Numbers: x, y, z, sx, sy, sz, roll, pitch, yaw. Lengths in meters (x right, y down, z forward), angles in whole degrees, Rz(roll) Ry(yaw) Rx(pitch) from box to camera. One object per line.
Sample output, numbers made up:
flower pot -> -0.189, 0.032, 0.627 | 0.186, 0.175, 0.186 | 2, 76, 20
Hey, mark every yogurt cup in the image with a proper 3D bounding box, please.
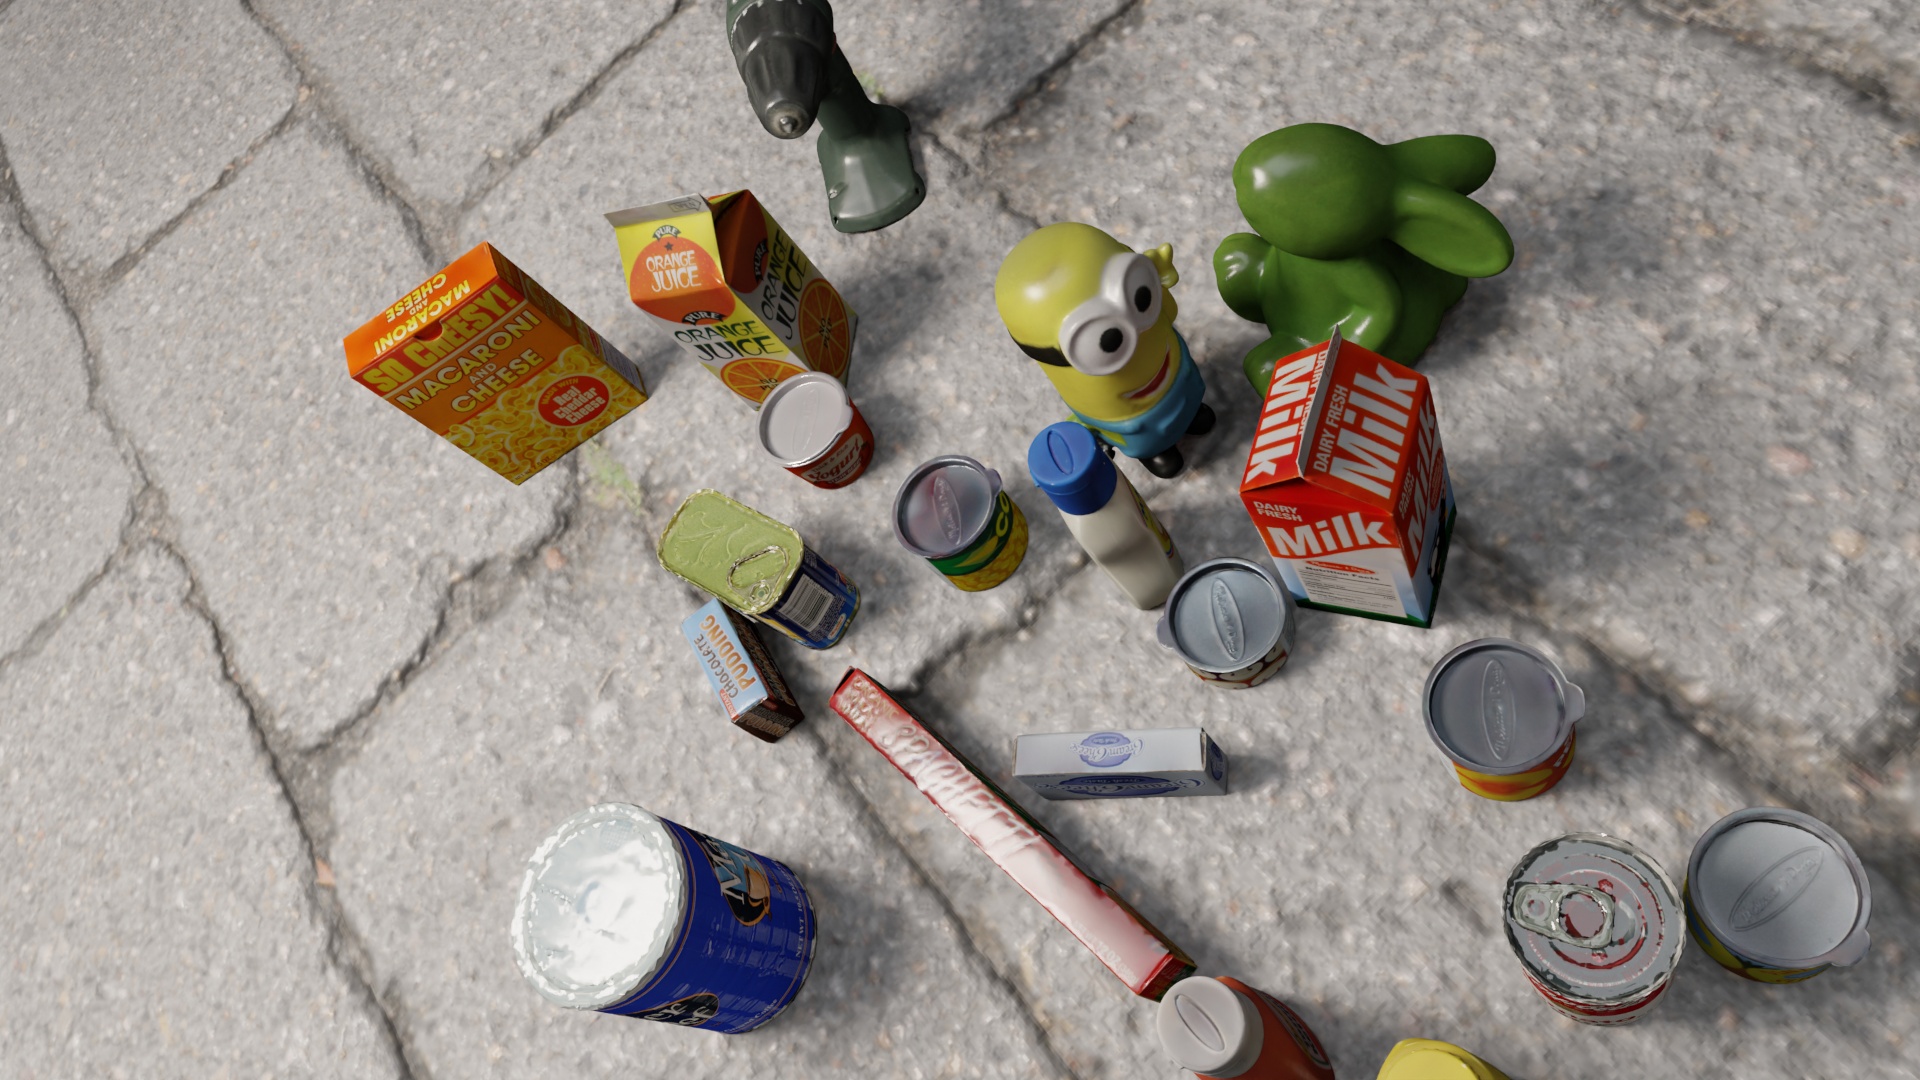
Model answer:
yogurt cup -> -0.092, -0.068, 0.905 | 0.072, 0.054, 0.072 | -10, 63, 21

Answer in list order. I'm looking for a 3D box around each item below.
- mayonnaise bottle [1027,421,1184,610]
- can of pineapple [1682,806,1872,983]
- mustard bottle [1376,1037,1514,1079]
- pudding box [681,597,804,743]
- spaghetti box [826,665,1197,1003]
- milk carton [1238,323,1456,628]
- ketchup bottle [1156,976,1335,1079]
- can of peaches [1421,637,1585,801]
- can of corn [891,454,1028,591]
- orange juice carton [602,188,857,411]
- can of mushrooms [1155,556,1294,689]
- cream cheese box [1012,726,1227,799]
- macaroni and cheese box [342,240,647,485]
mayonnaise bottle -> 0.078, -0.015, 0.744 | 0.041, 0.147, 0.065 | -28, 58, 11
can of pineapple -> 0.347, 0.154, 0.593 | 0.071, 0.057, 0.071 | -10, 63, 21
mustard bottle -> 0.199, 0.231, 0.564 | 0.065, 0.160, 0.049 | 18, 76, 31
pudding box -> -0.135, 0.080, 0.857 | 0.030, 0.049, 0.084 | -38, 57, 5
spaghetti box -> 0.021, 0.153, 0.750 | 0.250, 0.050, 0.029 | 37, 86, 33
milk carton -> 0.189, -0.027, 0.673 | 0.073, 0.190, 0.072 | 10, 72, 28
ketchup bottle -> 0.123, 0.220, 0.611 | 0.043, 0.148, 0.065 | -45, 57, 0
can of peaches -> 0.261, 0.087, 0.665 | 0.071, 0.058, 0.071 | -10, 63, 21
can of corn -> 0.003, -0.010, 0.830 | 0.071, 0.058, 0.071 | -10, 63, 21
orange juice carton -> -0.144, -0.159, 0.889 | 0.072, 0.192, 0.073 | -3, 66, 24
can of mushrooms -> 0.144, 0.046, 0.753 | 0.071, 0.033, 0.071 | -10, 63, 21
cream cheese box -> 0.085, 0.119, 0.734 | 0.104, 0.053, 0.024 | -6, 65, 22
macaroni and cheese box -> -0.317, -0.117, 0.965 | 0.123, 0.166, 0.040 | -32, 58, 8
